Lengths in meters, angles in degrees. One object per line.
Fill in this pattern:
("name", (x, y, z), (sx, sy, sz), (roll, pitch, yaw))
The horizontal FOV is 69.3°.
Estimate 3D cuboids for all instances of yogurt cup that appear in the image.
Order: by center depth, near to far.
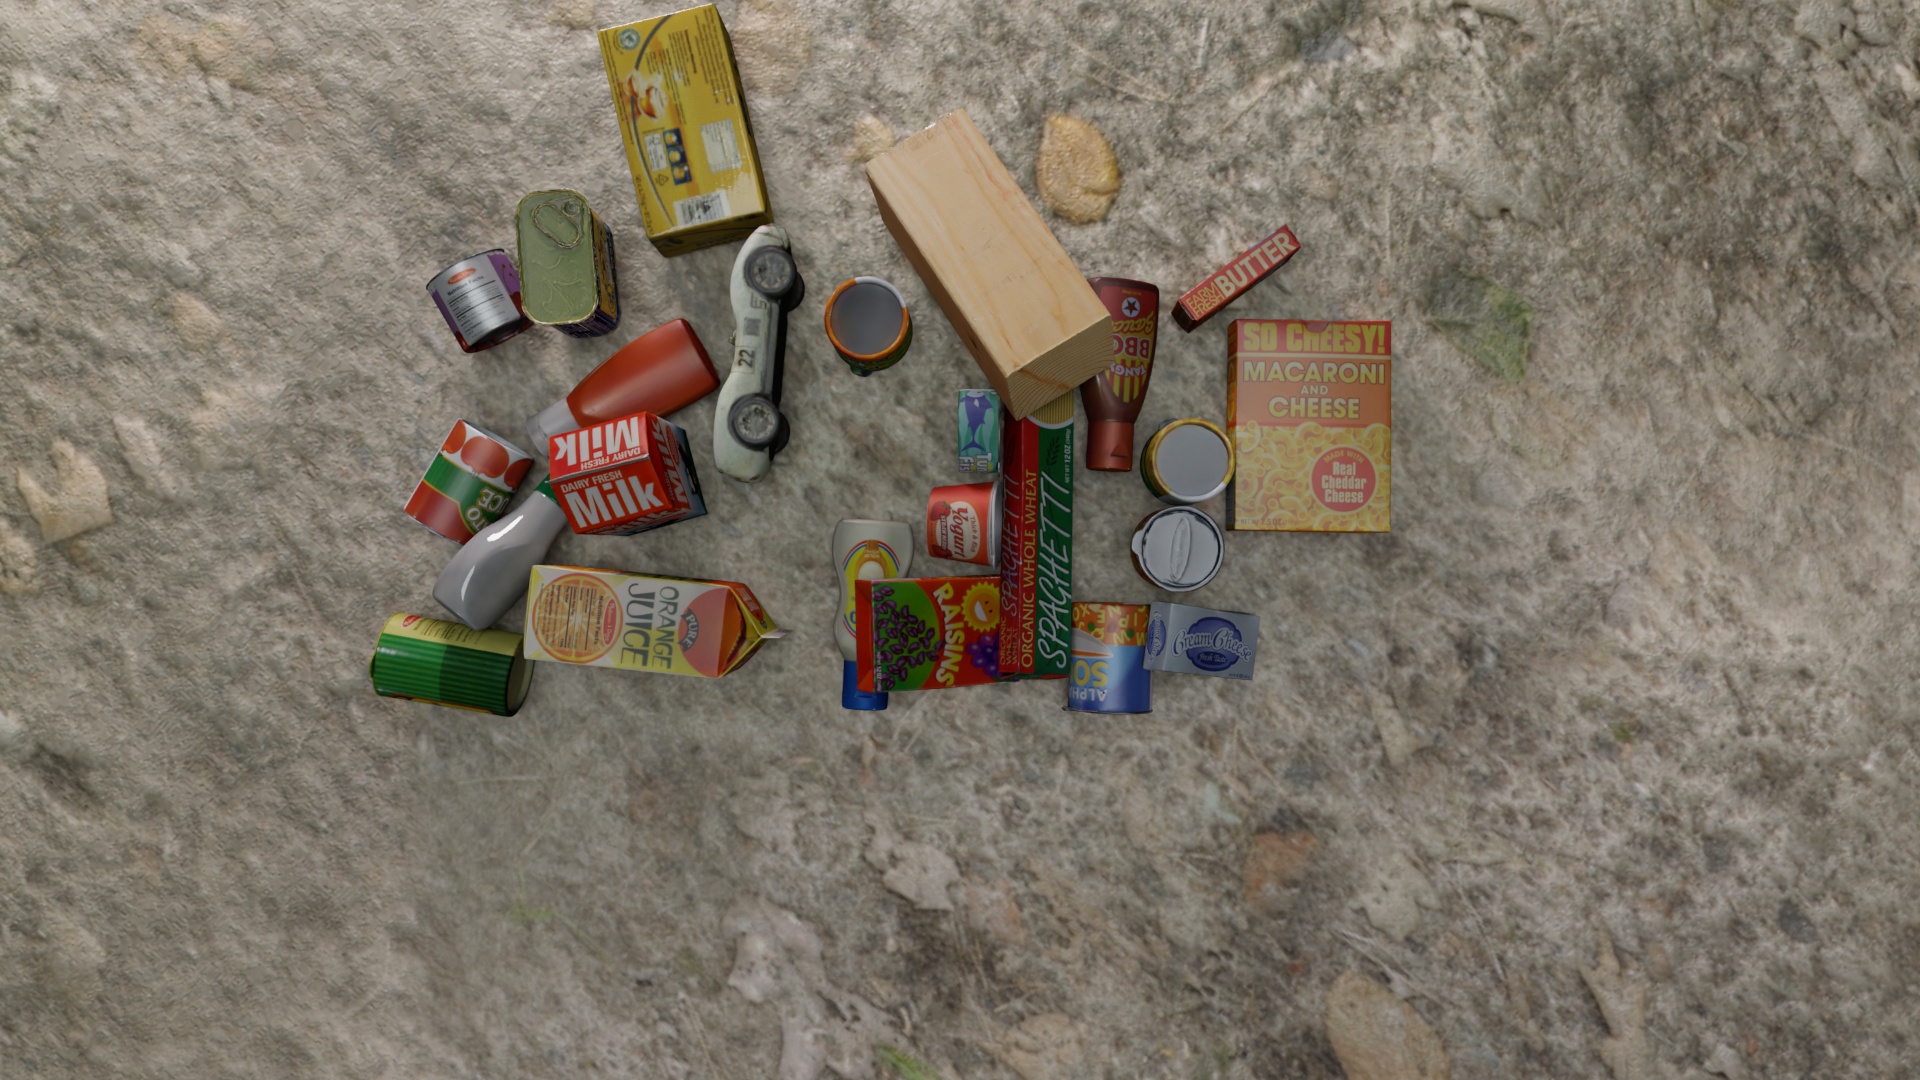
("yogurt cup", (0.004, -0.014, 1.080), (0.054, 0.072, 0.072), (2, 89, 8))

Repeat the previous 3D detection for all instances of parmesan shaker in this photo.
("parmesan shaker", (-0.391, 0.097, 1.072), (0.103, 0.071, 0.071), (10, 89, 0))

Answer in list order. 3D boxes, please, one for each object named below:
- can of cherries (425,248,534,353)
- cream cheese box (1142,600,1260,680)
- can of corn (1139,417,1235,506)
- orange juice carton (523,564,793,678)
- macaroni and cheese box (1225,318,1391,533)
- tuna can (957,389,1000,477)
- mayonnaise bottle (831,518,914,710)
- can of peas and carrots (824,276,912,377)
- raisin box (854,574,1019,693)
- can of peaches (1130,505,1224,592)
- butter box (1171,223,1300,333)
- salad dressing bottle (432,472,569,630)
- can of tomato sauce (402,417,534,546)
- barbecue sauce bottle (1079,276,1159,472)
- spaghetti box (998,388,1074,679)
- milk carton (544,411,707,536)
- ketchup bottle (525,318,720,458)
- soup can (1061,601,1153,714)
("can of cherries", (-0.370, -0.186, 1.082), (0.071, 0.071, 0.058), (-30, 95, 0))
("cream cheese box", (0.186, 0.077, 1.069), (0.104, 0.024, 0.053), (9, 87, -38))
("can of corn", (0.176, -0.063, 1.083), (0.071, 0.058, 0.071), (0, 89, 0))
("orange juice carton", (-0.229, 0.063, 1.072), (0.193, 0.072, 0.073), (6, 89, 0))
("macaroni and cheese box", (0.274, -0.090, 1.092), (0.124, 0.040, 0.166), (1, 89, -1))
("tuna can", (0.015, -0.082, 1.078), (0.033, 0.071, 0.071), (0, 89, 2))
("mayonnaise bottle", (-0.071, 0.058, 1.088), (0.065, 0.041, 0.148), (3, 88, -5))
("can of peas and carrots", (-0.072, -0.166, 1.085), (0.071, 0.058, 0.071), (0, 89, 0))
("raisin box", (-0.017, 0.071, 1.065), (0.123, 0.040, 0.086), (-2, 89, -25))
("can of peaches", (0.165, 0.006, 1.081), (0.071, 0.058, 0.071), (0, 89, 1))
("butter box", (0.215, -0.204, 1.089), (0.103, 0.053, 0.024), (-35, 87, -1))
("salad dressing bottle", (-0.339, 0.000, 1.070), (0.044, 0.064, 0.148), (27, 68, 28))
("can of tomato sauce", (-0.379, -0.043, 1.078), (0.071, 0.071, 0.083), (30, 88, 1))
("barbecue sauce bottle", (0.121, -0.129, 1.089), (0.065, 0.043, 0.148), (4, 89, -23))
("spaghetti box", (0.059, -0.017, 1.072), (0.050, 0.028, 0.250), (6, 80, -30))
("milk carton", (-0.243, -0.047, 1.016), (0.072, 0.190, 0.073), (-15, 89, 0))
("ketchup bottle", (-0.267, -0.114, 1.091), (0.149, 0.043, 0.064), (-28, 88, -1))
("soup can", (0.114, 0.090, 1.074), (0.071, 0.071, 0.083), (1, 88, 0))
